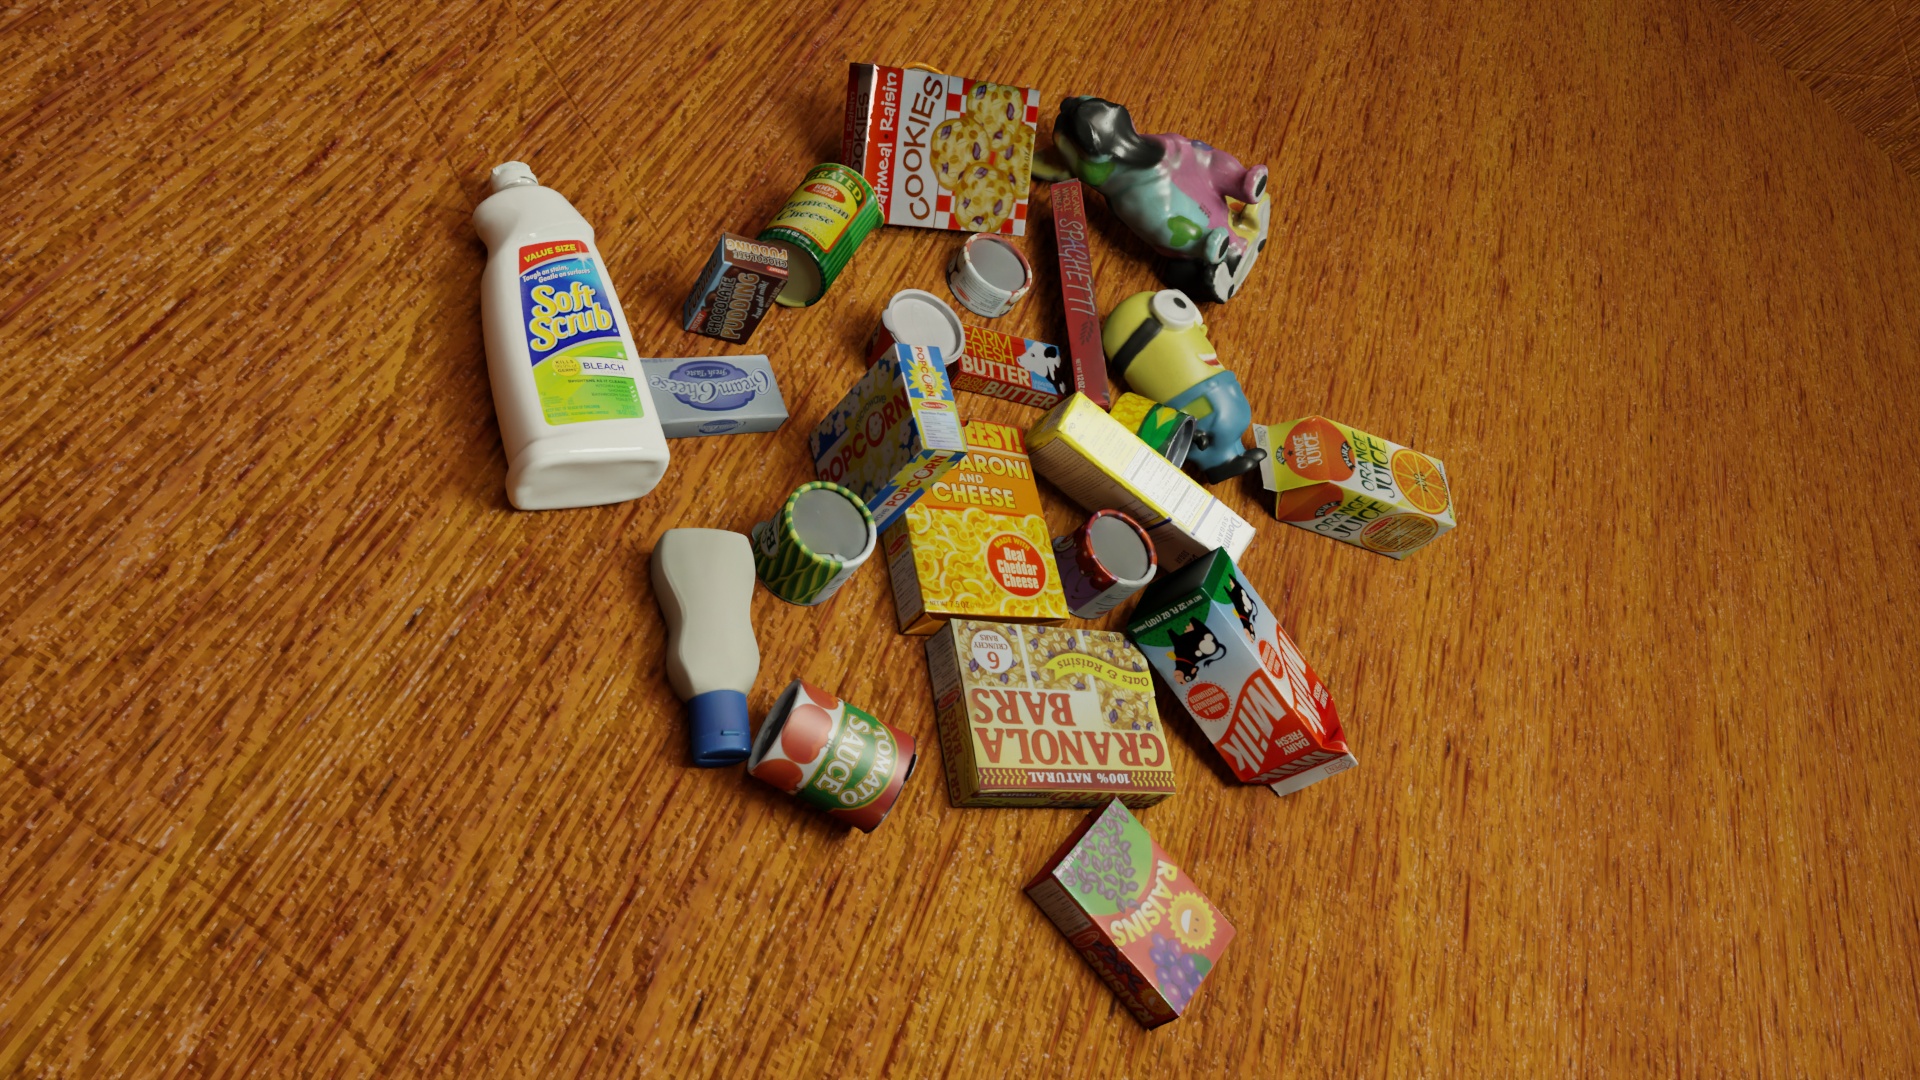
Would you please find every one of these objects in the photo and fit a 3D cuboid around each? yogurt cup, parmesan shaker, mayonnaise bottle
[{"bbox_3d":[-0.038,-0.151,1.067,0.072,0.053,0.073,17,54,-24],"label":"yogurt cup"},{"bbox_3d":[-0.109,-0.232,1.063,0.071,0.071,0.103,35,49,-10],"label":"parmesan shaker"},{"bbox_3d":[-0.155,0.065,0.863,0.065,0.041,0.148,5,60,-29],"label":"mayonnaise bottle"}]

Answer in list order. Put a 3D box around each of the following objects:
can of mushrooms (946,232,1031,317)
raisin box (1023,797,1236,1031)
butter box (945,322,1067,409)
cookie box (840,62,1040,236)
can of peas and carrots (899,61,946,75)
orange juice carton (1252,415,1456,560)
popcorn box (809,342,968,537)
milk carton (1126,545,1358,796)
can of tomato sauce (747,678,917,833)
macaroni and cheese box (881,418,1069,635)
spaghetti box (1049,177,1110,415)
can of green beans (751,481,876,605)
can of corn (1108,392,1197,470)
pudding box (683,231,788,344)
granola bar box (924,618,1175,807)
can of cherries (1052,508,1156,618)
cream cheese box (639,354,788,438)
[{"bbox_3d":[0.025,-0.225,1.170,0.071,0.033,0.071,16,54,-23],"label":"can of mushrooms"},{"bbox_3d":[0.114,0.247,0.924,0.123,0.040,0.086,48,47,3],"label":"raisin box"},{"bbox_3d":[0.035,-0.142,1.130,0.103,0.024,0.053,9,57,-29],"label":"butter box"},{"bbox_3d":[-0.018,-0.322,1.154,0.168,0.040,0.122,-4,107,-35],"label":"cookie box"},{"bbox_3d":[-0.037,-0.371,1.205,0.071,0.058,0.071,16,55,-25],"label":"can of peas and carrots"},{"bbox_3d":[0.342,-0.050,1.239,0.193,0.072,0.072,16,55,-24],"label":"orange juice carton"},{"bbox_3d":[-0.052,-0.066,0.956,0.038,0.126,0.085,4,60,-36],"label":"popcorn box"},{"bbox_3d":[0.214,0.107,1.035,0.190,0.072,0.074,53,32,-8],"label":"milk carton"},{"bbox_3d":[-0.078,0.131,0.851,0.083,0.071,0.071,30,50,-14],"label":"can of tomato sauce"},{"bbox_3d":[0.004,-0.013,1.016,0.124,0.040,0.167,5,60,-32],"label":"macaroni and cheese box"},{"bbox_3d":[0.102,-0.203,1.192,0.029,0.050,0.251,-6,59,4],"label":"spaghetti box"},{"bbox_3d":[-0.098,0.002,0.929,0.071,0.057,0.071,17,54,-24],"label":"can of green beans"},{"bbox_3d":[0.151,-0.082,1.127,0.058,0.070,0.071,24,44,20],"label":"can of corn"},{"bbox_3d":[-0.160,-0.178,0.985,0.050,0.083,0.030,12,57,-27],"label":"pudding box"},{"bbox_3d":[0.064,0.122,0.971,0.166,0.039,0.124,7,58,-30],"label":"granola bar box"},{"bbox_3d":[0.105,0.016,1.052,0.071,0.058,0.072,16,55,-25],"label":"can of cherries"},{"bbox_3d":[-0.176,-0.101,0.966,0.104,0.024,0.053,-7,67,-36],"label":"cream cheese box"}]
